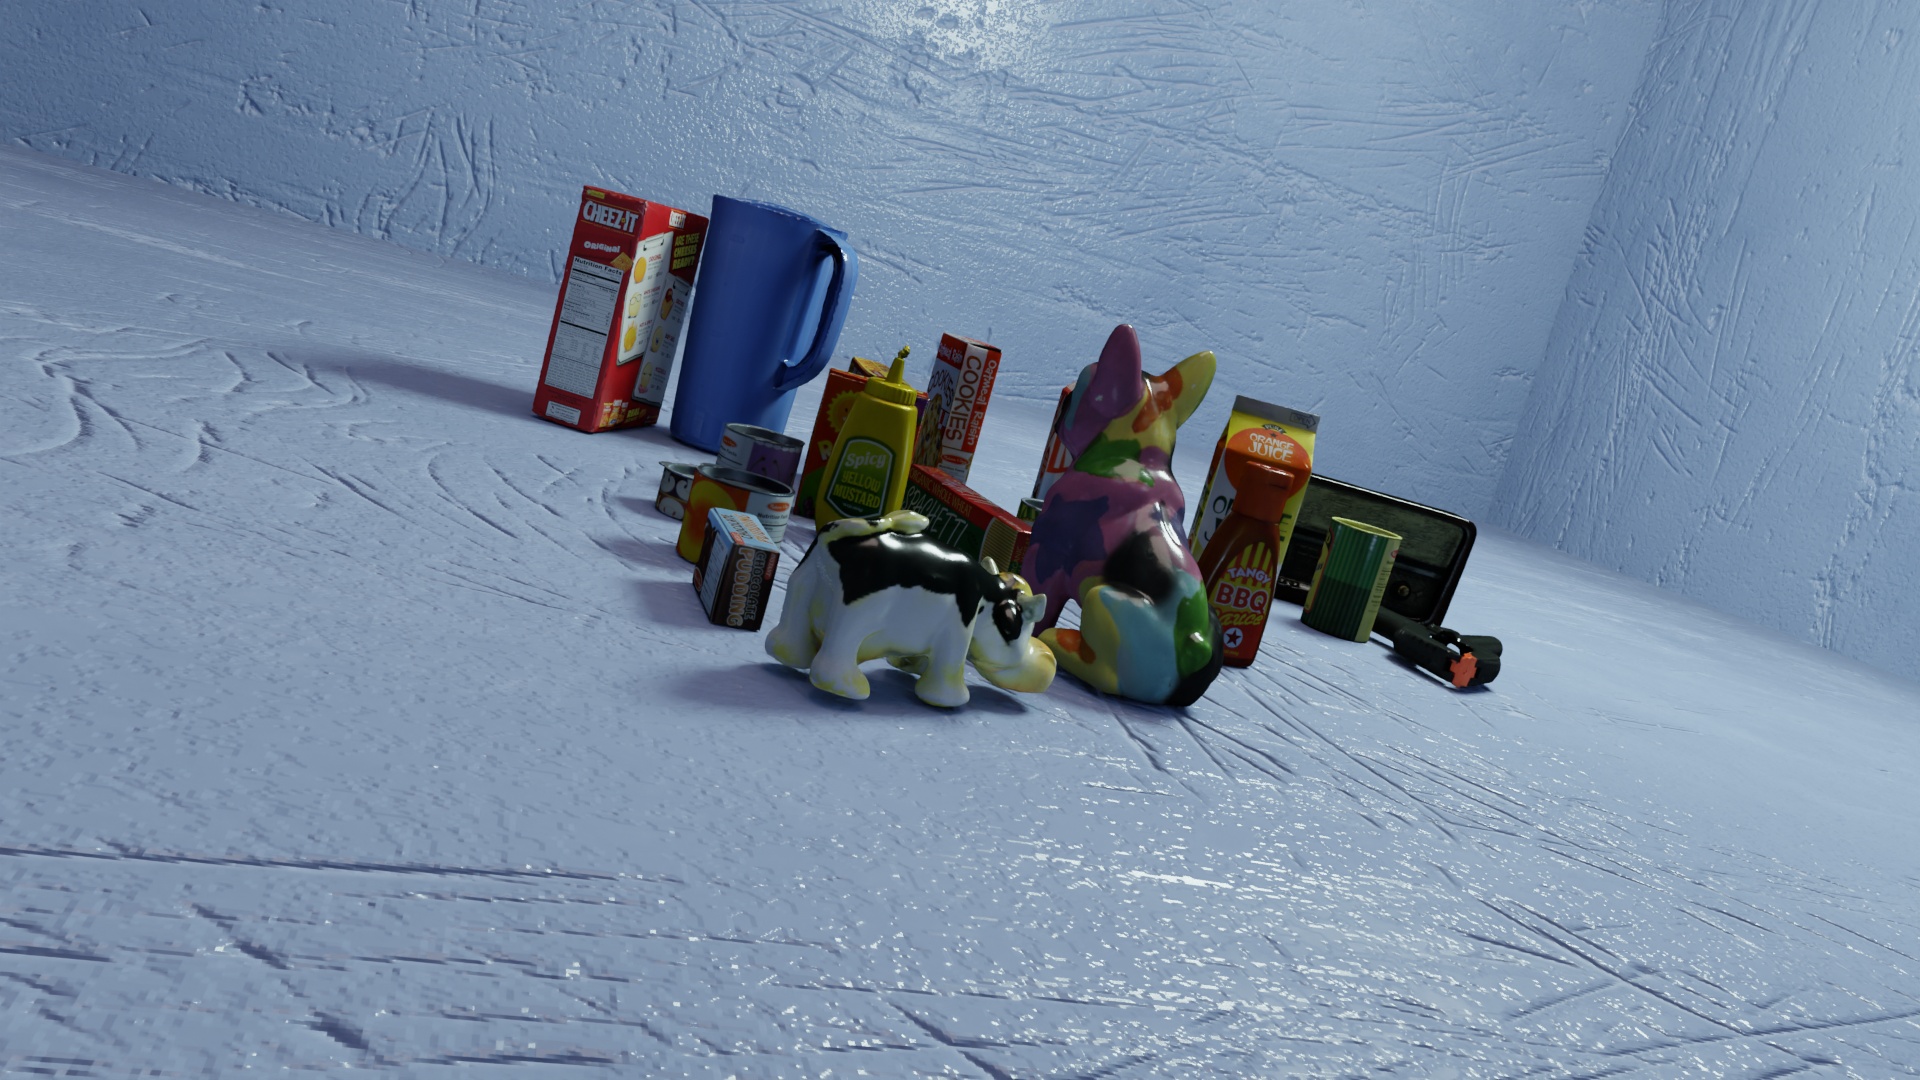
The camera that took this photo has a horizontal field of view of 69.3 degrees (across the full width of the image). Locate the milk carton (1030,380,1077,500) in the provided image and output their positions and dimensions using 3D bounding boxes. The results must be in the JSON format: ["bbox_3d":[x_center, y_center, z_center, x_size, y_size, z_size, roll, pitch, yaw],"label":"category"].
[{"bbox_3d":[0.117,-0.080,1.304,0.073,0.190,0.072,15,9,-3],"label":"milk carton"}]

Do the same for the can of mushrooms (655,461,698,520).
[{"bbox_3d":[-0.192,-0.034,1.023,0.071,0.033,0.071,15,10,-3],"label":"can of mushrooms"}]

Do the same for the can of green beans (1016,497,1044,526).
[{"bbox_3d":[0.075,0.001,1.178,0.071,0.057,0.071,15,10,-3],"label":"can of green beans"}]

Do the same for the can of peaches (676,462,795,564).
[{"bbox_3d":[-0.148,-0.013,0.905,0.071,0.058,0.071,15,10,-3],"label":"can of peaches"}]

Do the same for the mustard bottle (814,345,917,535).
[{"bbox_3d":[-0.066,-0.074,1.069,0.065,0.160,0.049,16,9,2],"label":"mustard bottle"}]

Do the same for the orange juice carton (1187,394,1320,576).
[{"bbox_3d":[0.229,-0.018,1.127,0.072,0.192,0.073,16,9,3],"label":"orange juice carton"}]

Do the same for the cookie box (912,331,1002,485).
[{"bbox_3d":[-0.009,-0.125,1.422,0.040,0.167,0.123,13,10,-16],"label":"cookie box"}]

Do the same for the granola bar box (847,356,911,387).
[{"bbox_3d":[-0.090,-0.097,1.272,0.039,0.124,0.166,14,10,-13],"label":"granola bar box"}]

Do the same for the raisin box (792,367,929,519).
[{"bbox_3d":[-0.082,-0.072,1.146,0.086,0.123,0.040,15,9,-5],"label":"raisin box"}]

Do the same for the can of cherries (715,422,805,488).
[{"bbox_3d":[-0.164,-0.059,1.132,0.071,0.058,0.071,15,10,-3],"label":"can of cherries"}]

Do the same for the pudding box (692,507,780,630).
[{"bbox_3d":[-0.130,0.015,0.800,0.030,0.049,0.084,12,10,-21],"label":"pudding box"}]

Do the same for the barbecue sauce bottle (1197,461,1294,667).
[{"bbox_3d":[0.207,0.017,1.028,0.065,0.148,0.044,12,10,-19],"label":"barbecue sauce bottle"}]

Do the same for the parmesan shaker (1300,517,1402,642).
[{"bbox_3d":[0.363,0.037,1.295,0.071,0.103,0.071,15,9,-3],"label":"parmesan shaker"}]

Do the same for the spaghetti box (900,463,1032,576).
[{"bbox_3d":[0.004,-0.015,1.175,0.029,0.050,0.250,11,11,-25],"label":"spaghetti box"}]
